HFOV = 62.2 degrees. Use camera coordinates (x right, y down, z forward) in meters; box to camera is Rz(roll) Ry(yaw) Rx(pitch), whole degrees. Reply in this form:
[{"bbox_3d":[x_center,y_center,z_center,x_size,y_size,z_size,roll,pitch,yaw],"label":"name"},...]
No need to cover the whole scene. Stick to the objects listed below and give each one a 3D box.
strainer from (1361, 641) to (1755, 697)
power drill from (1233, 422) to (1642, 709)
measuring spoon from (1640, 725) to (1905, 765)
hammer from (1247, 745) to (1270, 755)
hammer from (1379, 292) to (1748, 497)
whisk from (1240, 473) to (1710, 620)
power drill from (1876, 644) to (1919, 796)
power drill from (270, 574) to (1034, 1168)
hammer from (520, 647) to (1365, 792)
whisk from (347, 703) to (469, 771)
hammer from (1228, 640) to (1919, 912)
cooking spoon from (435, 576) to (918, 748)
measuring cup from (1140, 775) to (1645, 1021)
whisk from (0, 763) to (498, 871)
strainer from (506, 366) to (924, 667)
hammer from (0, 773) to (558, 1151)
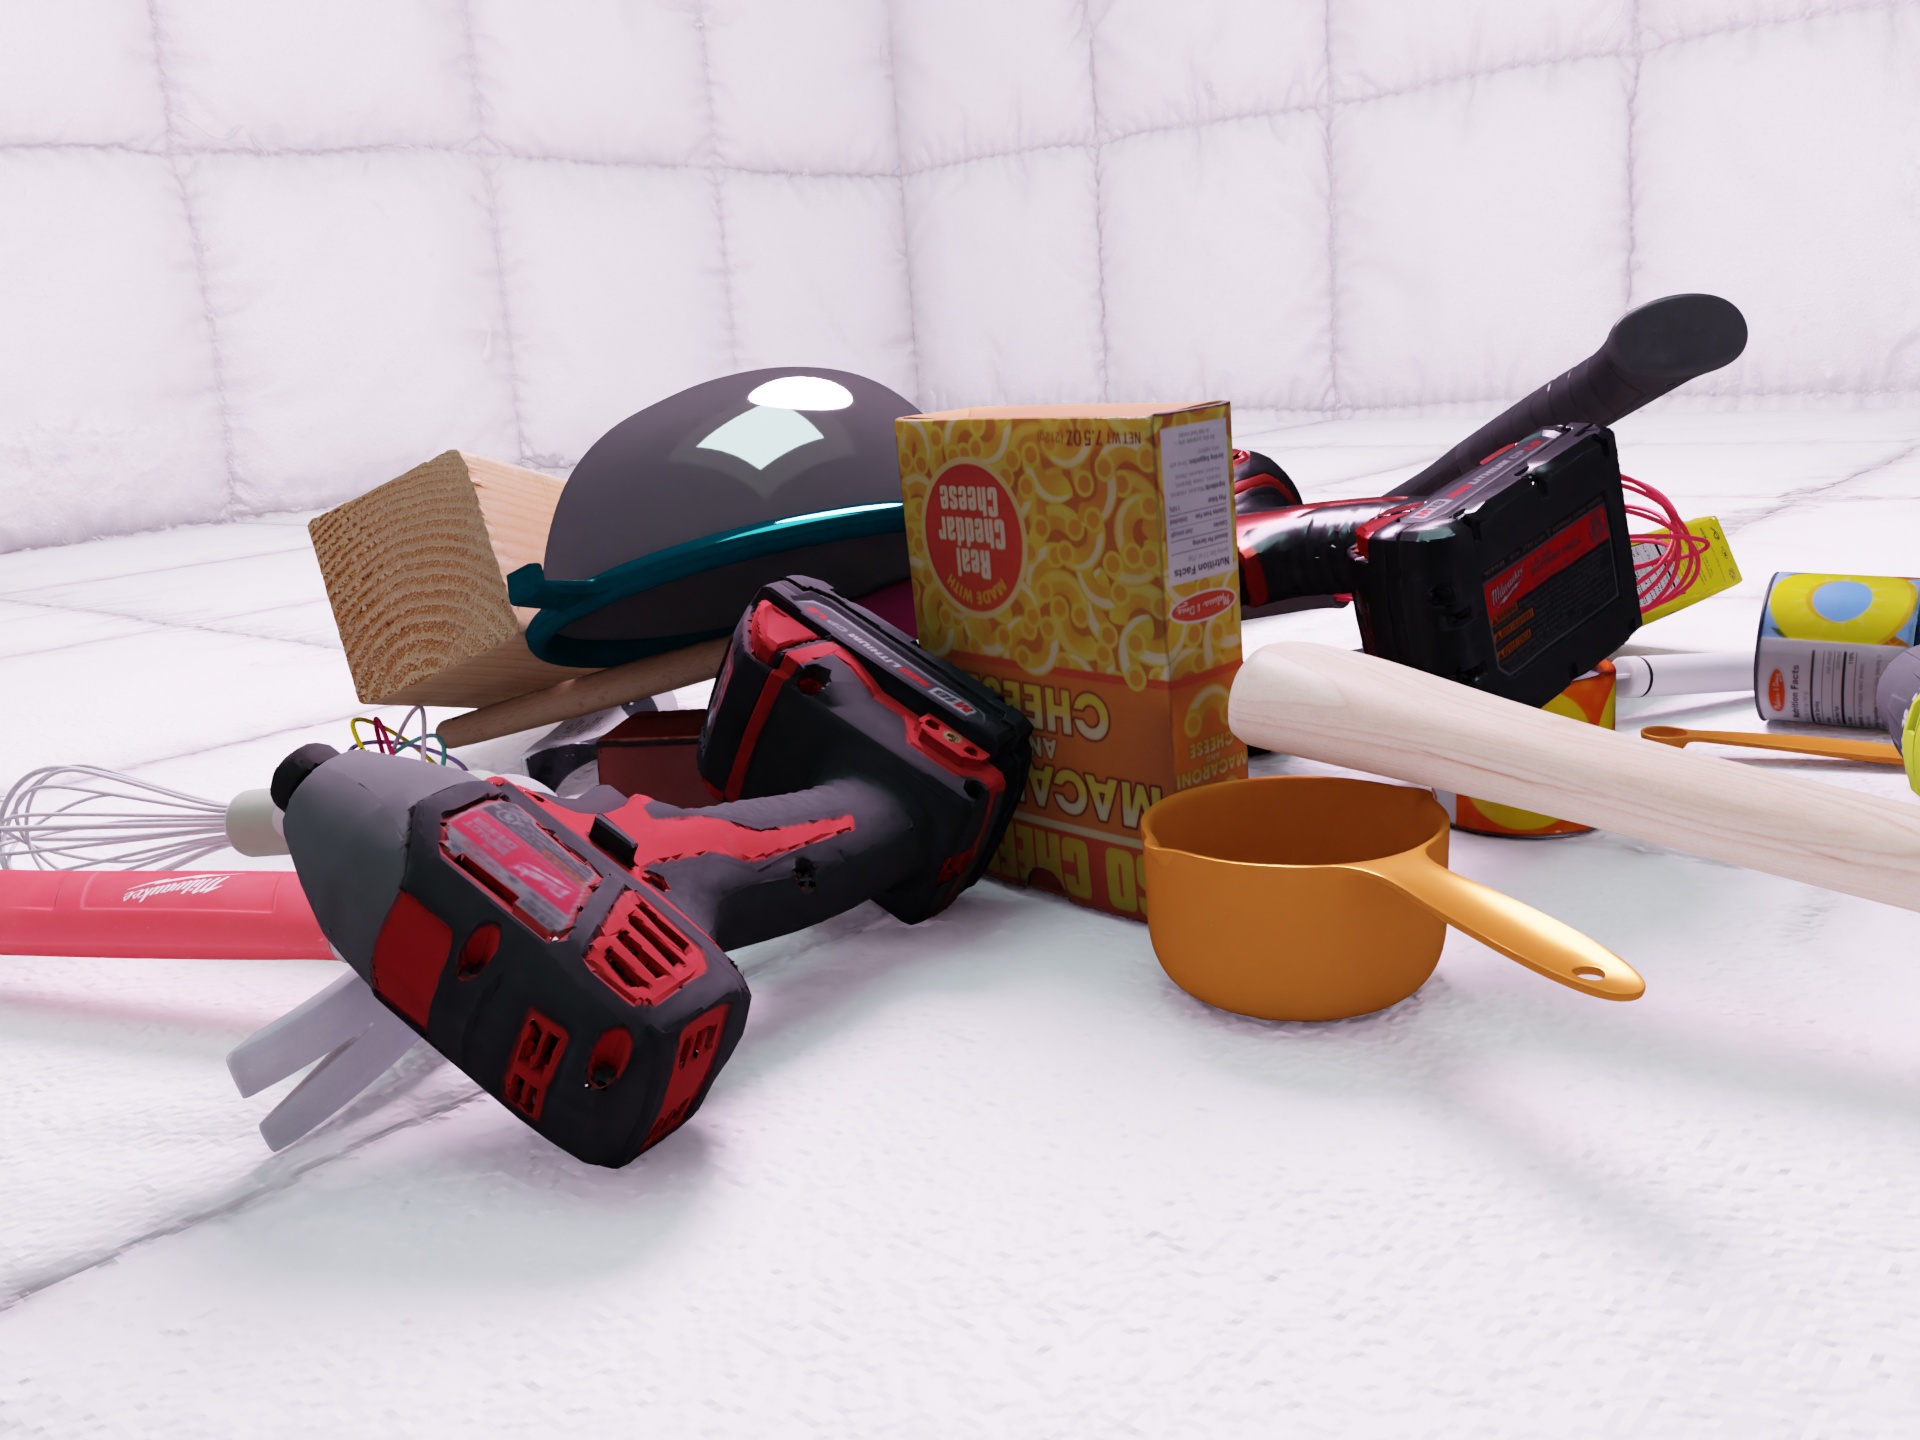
[{"bbox_3d":[0.296,-0.017,0.715,0.258,0.050,0.087,-3,-9,-20],"label":"strainer"},{"bbox_3d":[0.113,-0.049,0.606,0.188,0.080,0.227,-30,24,-30],"label":"power drill"},{"bbox_3d":[0.338,0.014,0.644,0.117,0.011,0.021,6,17,24],"label":"measuring spoon"},{"bbox_3d":[0.098,-0.036,0.861,0.127,0.034,0.337,-5,14,-7],"label":"hammer"},{"bbox_3d":[0.236,-0.113,0.734,0.146,0.035,0.334,-3,-9,-14],"label":"hammer"},{"bbox_3d":[0.193,-0.066,0.738,0.296,0.073,0.073,-4,10,45],"label":"whisk"},{"bbox_3d":[0.430,0.005,0.508,0.228,0.080,0.190,-4,14,15],"label":"power drill"},{"bbox_3d":[-0.084,0.030,0.473,0.143,0.078,0.219,33,29,17],"label":"power drill"},{"bbox_3d":[-0.001,-0.002,0.695,0.409,0.036,0.149,-5,15,17],"label":"hammer"},{"bbox_3d":[-0.221,0.041,0.633,0.051,0.047,0.245,-26,23,-13],"label":"whisk"},{"bbox_3d":[0.251,0.041,0.372,0.411,0.038,0.146,15,23,32],"label":"hammer"},{"bbox_3d":[-0.104,-0.027,0.682,0.319,0.017,0.069,-14,23,25],"label":"cooking spoon"},{"bbox_3d":[0.114,0.061,0.427,0.095,0.052,0.174,-9,16,-21],"label":"measuring cup"},{"bbox_3d":[-0.268,0.038,0.585,0.246,0.058,0.059,-5,-9,22],"label":"whisk"},{"bbox_3d":[-0.093,-0.088,0.740,0.211,0.095,0.340,-14,-3,-7],"label":"strainer"},{"bbox_3d":[-0.326,0.072,0.524,0.386,0.038,0.143,-2,27,20],"label":"hammer"}]
